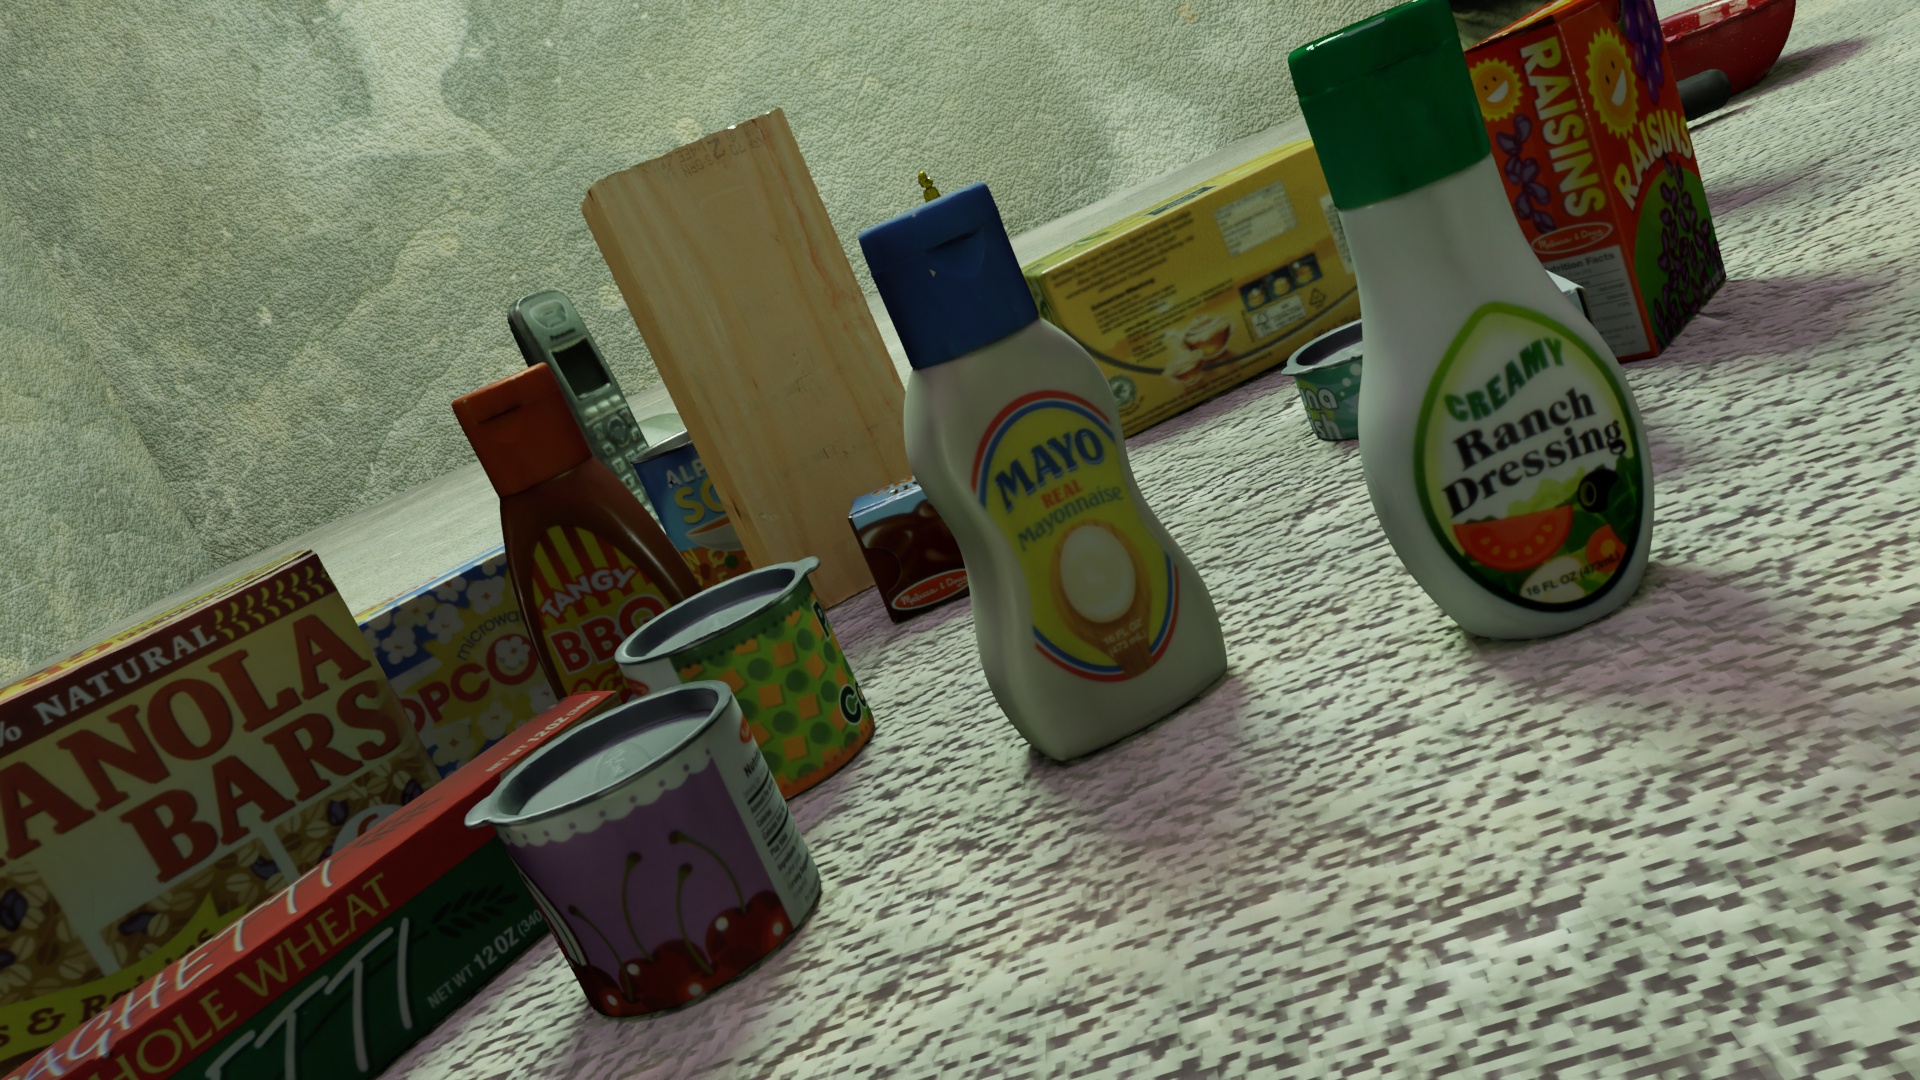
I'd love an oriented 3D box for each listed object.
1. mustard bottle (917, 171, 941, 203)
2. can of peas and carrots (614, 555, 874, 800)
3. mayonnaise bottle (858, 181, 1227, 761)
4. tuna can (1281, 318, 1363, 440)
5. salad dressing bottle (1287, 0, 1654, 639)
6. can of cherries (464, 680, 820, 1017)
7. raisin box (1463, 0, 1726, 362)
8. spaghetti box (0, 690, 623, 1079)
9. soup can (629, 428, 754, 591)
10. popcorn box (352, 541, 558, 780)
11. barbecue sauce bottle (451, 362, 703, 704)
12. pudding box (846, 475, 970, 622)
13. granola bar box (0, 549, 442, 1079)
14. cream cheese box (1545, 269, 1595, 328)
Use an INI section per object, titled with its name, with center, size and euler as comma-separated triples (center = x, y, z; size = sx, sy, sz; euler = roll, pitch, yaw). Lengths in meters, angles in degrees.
[mustard bottle]
center = 0.010, -0.140, 0.812
size = 0.065, 0.160, 0.049
euler = -29, 14, -21
[can of peas and carrots]
center = -0.066, 0.046, 0.448
size = 0.071, 0.058, 0.071
euler = -22, 14, 6
[mayonnaise bottle]
center = 0.018, -0.019, 0.369
size = 0.065, 0.147, 0.041
euler = -27, 14, -13
[tuna can]
center = 0.165, -0.067, 0.552
size = 0.071, 0.032, 0.071
euler = -22, 14, 6
[salad dressing bottle]
center = 0.118, -0.050, 0.328
size = 0.064, 0.147, 0.044
euler = -23, 13, 2
[can of cherries]
center = -0.079, 0.078, 0.352
size = 0.071, 0.058, 0.072
euler = -22, 14, 6
[raisin box]
center = 0.234, -0.135, 0.508
size = 0.040, 0.123, 0.086
euler = -8, 21, 49
[spaghetti box]
center = -0.174, 0.122, 0.356
size = 0.028, 0.050, 0.251
euler = -12, 18, 40
[soup can]
center = -0.125, -0.019, 0.733
size = 0.071, 0.083, 0.071
euler = -22, 14, 6
[popcorn box]
center = -0.209, 0.058, 0.581
size = 0.127, 0.085, 0.038
euler = -31, 15, -30
[barbecue sauce bottle]
center = -0.134, 0.010, 0.506
size = 0.065, 0.148, 0.044
euler = -23, 13, 1
[pudding box]
center = 0.002, -0.007, 0.556
size = 0.084, 0.049, 0.030
euler = -23, 13, 3
[granola bar box]
center = -0.251, 0.094, 0.429
size = 0.166, 0.124, 0.039
euler = -34, 17, -37
[cream cheese box]
center = 0.187, -0.062, 0.458
size = 0.024, 0.053, 0.104
euler = -20, 14, 13
